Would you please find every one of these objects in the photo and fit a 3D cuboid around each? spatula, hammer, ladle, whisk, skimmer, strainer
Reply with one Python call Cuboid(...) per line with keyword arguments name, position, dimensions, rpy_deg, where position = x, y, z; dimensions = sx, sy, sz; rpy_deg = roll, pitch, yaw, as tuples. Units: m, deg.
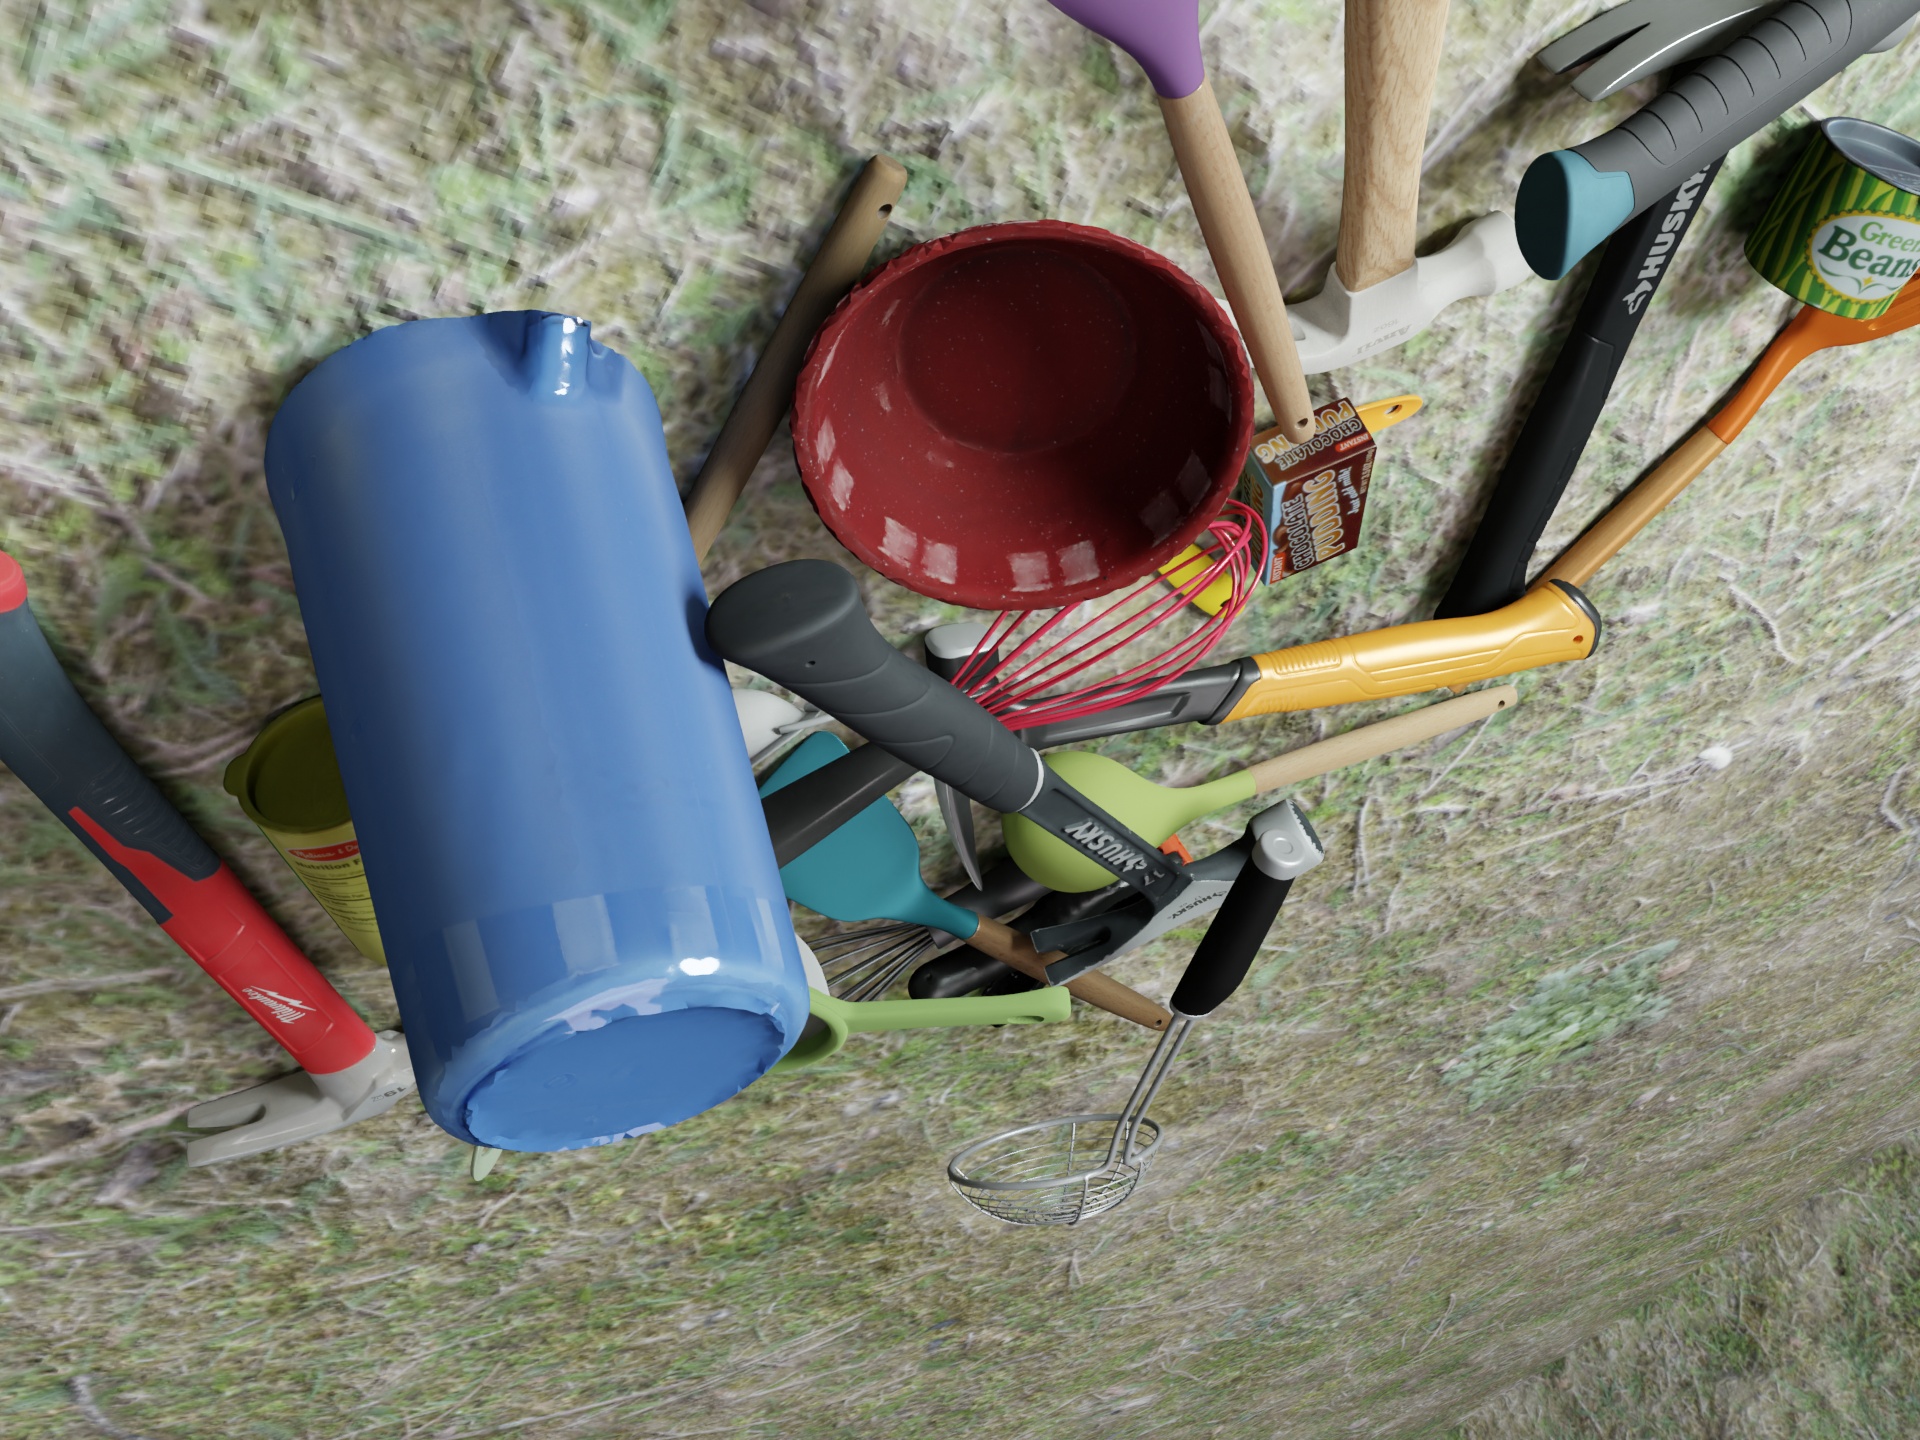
Cuboid(name="spatula", position=(0.071, -0.174, 0.483), dimensions=(0.060, 0.018, 0.315), rpy_deg=(-29, 148, 9))
Cuboid(name="hammer", position=(0.026, 0.031, 0.636), dimensions=(0.149, 0.036, 0.408), rpy_deg=(-31, 150, 15))
Cuboid(name="ladle", position=(0.169, 0.021, 0.859), dimensions=(0.320, 0.062, 0.078), rpy_deg=(-16, 119, -23))
Cuboid(name="spatula", position=(0.364, -0.119, 0.795), dimensions=(0.081, 0.041, 0.322), rpy_deg=(12, 130, -40))
Cuboid(name="hammer", position=(0.134, -0.209, 0.500), dimensions=(0.130, 0.031, 0.331), rpy_deg=(-26, 158, 2))
Cuboid(name="spatula", position=(0.016, 0.106, 0.827), dimensions=(0.082, 0.044, 0.317), rpy_deg=(-49, 132, 9))
Cuboid(name="hammer", position=(0.149, -0.011, 0.758), dimensions=(0.337, 0.034, 0.127), rpy_deg=(-11, 120, -11))
Cuboid(name="hammer", position=(-0.326, 0.072, 0.638), dimensions=(0.143, 0.038, 0.385), rpy_deg=(-18, 142, -6))
Cuboid(name="whisk", position=(-0.017, 0.110, 0.854), dimensions=(0.239, 0.055, 0.055), rpy_deg=(-28, 143, -4))
Cuboid(name="hammer", position=(0.336, -0.267, 0.560), dimensions=(0.331, 0.033, 0.128), rpy_deg=(-35, 132, 0))
Cuboid(name="skimmer", position=(0.086, 0.161, 0.834), dimensions=(0.127, 0.090, 0.363), rpy_deg=(-11, 140, -28))
Cuboid(name="whisk", position=(-0.001, -0.002, 0.665), dimensions=(0.296, 0.073, 0.073), rpy_deg=(-32, 142, 17))
Cuboid(name="strainer", position=(-0.146, 0.051, 0.712), dimensions=(0.258, 0.050, 0.087), rpy_deg=(-41, -176, 28))
Cuboid(name="hammer", position=(0.274, -0.160, 0.701), dimensions=(0.146, 0.035, 0.334), rpy_deg=(-12, 141, -18))
Cuboid(name="strainer", position=(-0.076, 0.120, 0.771), dimensions=(0.256, 0.069, 0.151), rpy_deg=(-2, 152, 0))

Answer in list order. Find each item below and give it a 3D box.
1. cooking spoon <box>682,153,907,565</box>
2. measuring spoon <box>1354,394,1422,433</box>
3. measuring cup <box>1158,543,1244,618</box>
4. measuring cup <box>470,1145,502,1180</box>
Cuboid(name="cooking spoon", position=(-0.101, -0.074, 0.606), dimensions=(0.068, 0.017, 0.318), rpy_deg=(-5, 140, -46))
Cuboid(name="measuring spoon", position=(0.150, -0.127, 0.692), dimensions=(0.117, 0.011, 0.021), rpy_deg=(-17, 153, -16))
Cuboid(name="measuring cup", position=(0.093, -0.071, 0.707), dimensions=(0.062, 0.029, 0.156), rpy_deg=(-39, 140, 18))
Cuboid(name="measuring cup", position=(-0.188, 0.109, 0.657), dimensions=(0.083, 0.038, 0.167), rpy_deg=(-7, 117, -67))
